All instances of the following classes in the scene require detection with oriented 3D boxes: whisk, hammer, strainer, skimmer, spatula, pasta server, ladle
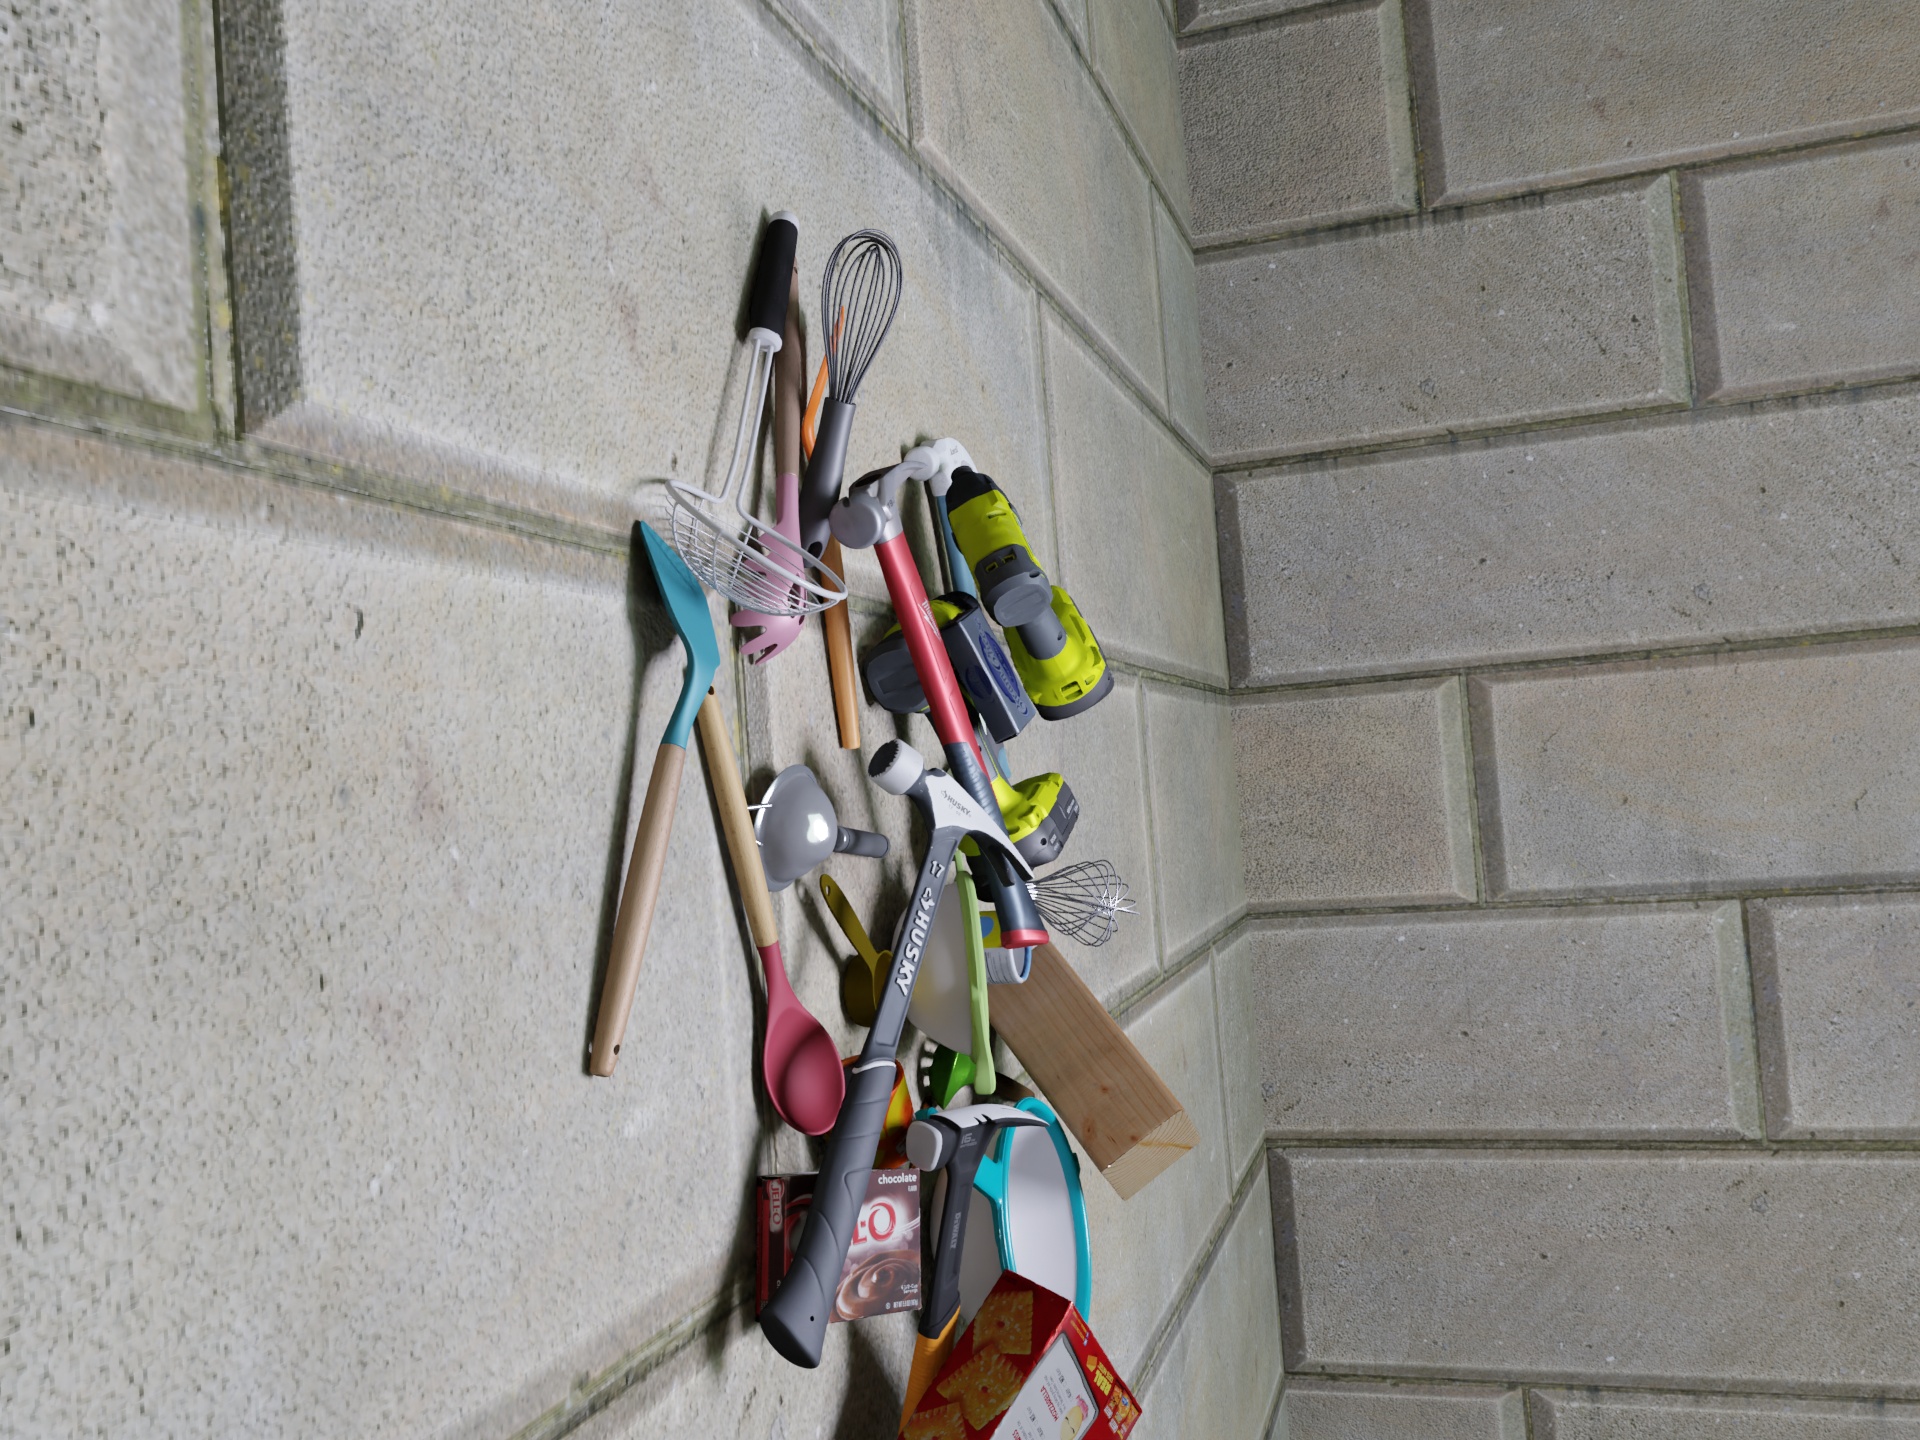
[{"bbox_3d":[0.066,0.146,1.334,0.285,0.070,0.070,175,-90,-69],"label":"whisk"},{"bbox_3d":[-0.002,-0.004,1.203,0.143,0.038,0.386,-58,132,-63],"label":"hammer"},{"bbox_3d":[-0.014,0.436,1.114,0.127,0.034,0.337,6,95,-51],"label":"hammer"},{"bbox_3d":[-0.015,0.210,1.190,0.256,0.069,0.151,-102,-171,-73],"label":"strainer"},{"bbox_3d":[-0.117,-0.218,1.031,0.127,0.090,0.364,27,51,-32],"label":"skimmer"},{"bbox_3d":[-0.176,0.040,0.892,0.082,0.044,0.318,54,40,-59],"label":"spatula"},{"bbox_3d":[-0.048,0.212,1.041,0.149,0.036,0.409,38,50,-27],"label":"hammer"},{"bbox_3d":[-0.127,-0.190,1.102,0.060,0.040,0.316,47,37,-62],"label":"pasta server"},{"bbox_3d":[-0.089,0.082,1.123,0.258,0.050,0.087,26,76,-73],"label":"strainer"},{"bbox_3d":[0.006,-0.098,1.476,0.128,0.033,0.331,-46,129,-66],"label":"hammer"},{"bbox_3d":[-0.086,-0.221,1.107,0.055,0.055,0.239,-35,141,-70],"label":"whisk"},{"bbox_3d":[0.007,0.386,1.259,0.340,0.095,0.211,55,29,-47],"label":"strainer"},{"bbox_3d":[-0.089,-0.139,1.176,0.081,0.041,0.322,-125,-151,-81],"label":"spatula"},{"bbox_3d":[-0.129,0.117,1.006,0.069,0.031,0.315,-31,114,-53],"label":"ladle"}]

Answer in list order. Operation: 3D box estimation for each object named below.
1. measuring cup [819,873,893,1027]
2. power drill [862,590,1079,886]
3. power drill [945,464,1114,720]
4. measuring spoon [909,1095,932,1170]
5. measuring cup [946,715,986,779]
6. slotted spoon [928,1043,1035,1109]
[{"bbox_3d":[-0.081,0.164,1.144,0.062,0.029,0.156,-77,152,-45],"label":"measuring cup"},{"bbox_3d":[0.013,0.004,1.338,0.228,0.080,0.190,63,24,-12],"label":"power drill"},{"bbox_3d":[0.055,-0.114,1.418,0.223,0.080,0.171,56,10,-51],"label":"power drill"},{"bbox_3d":[-0.031,0.352,1.269,0.021,0.011,0.117,68,24,-42],"label":"measuring spoon"},{"bbox_3d":[0.005,0.029,1.433,0.083,0.038,0.168,18,64,-69],"label":"measuring cup"},{"bbox_3d":[0.024,0.323,1.424,0.313,0.031,0.070,48,56,-65],"label":"slotted spoon"}]
